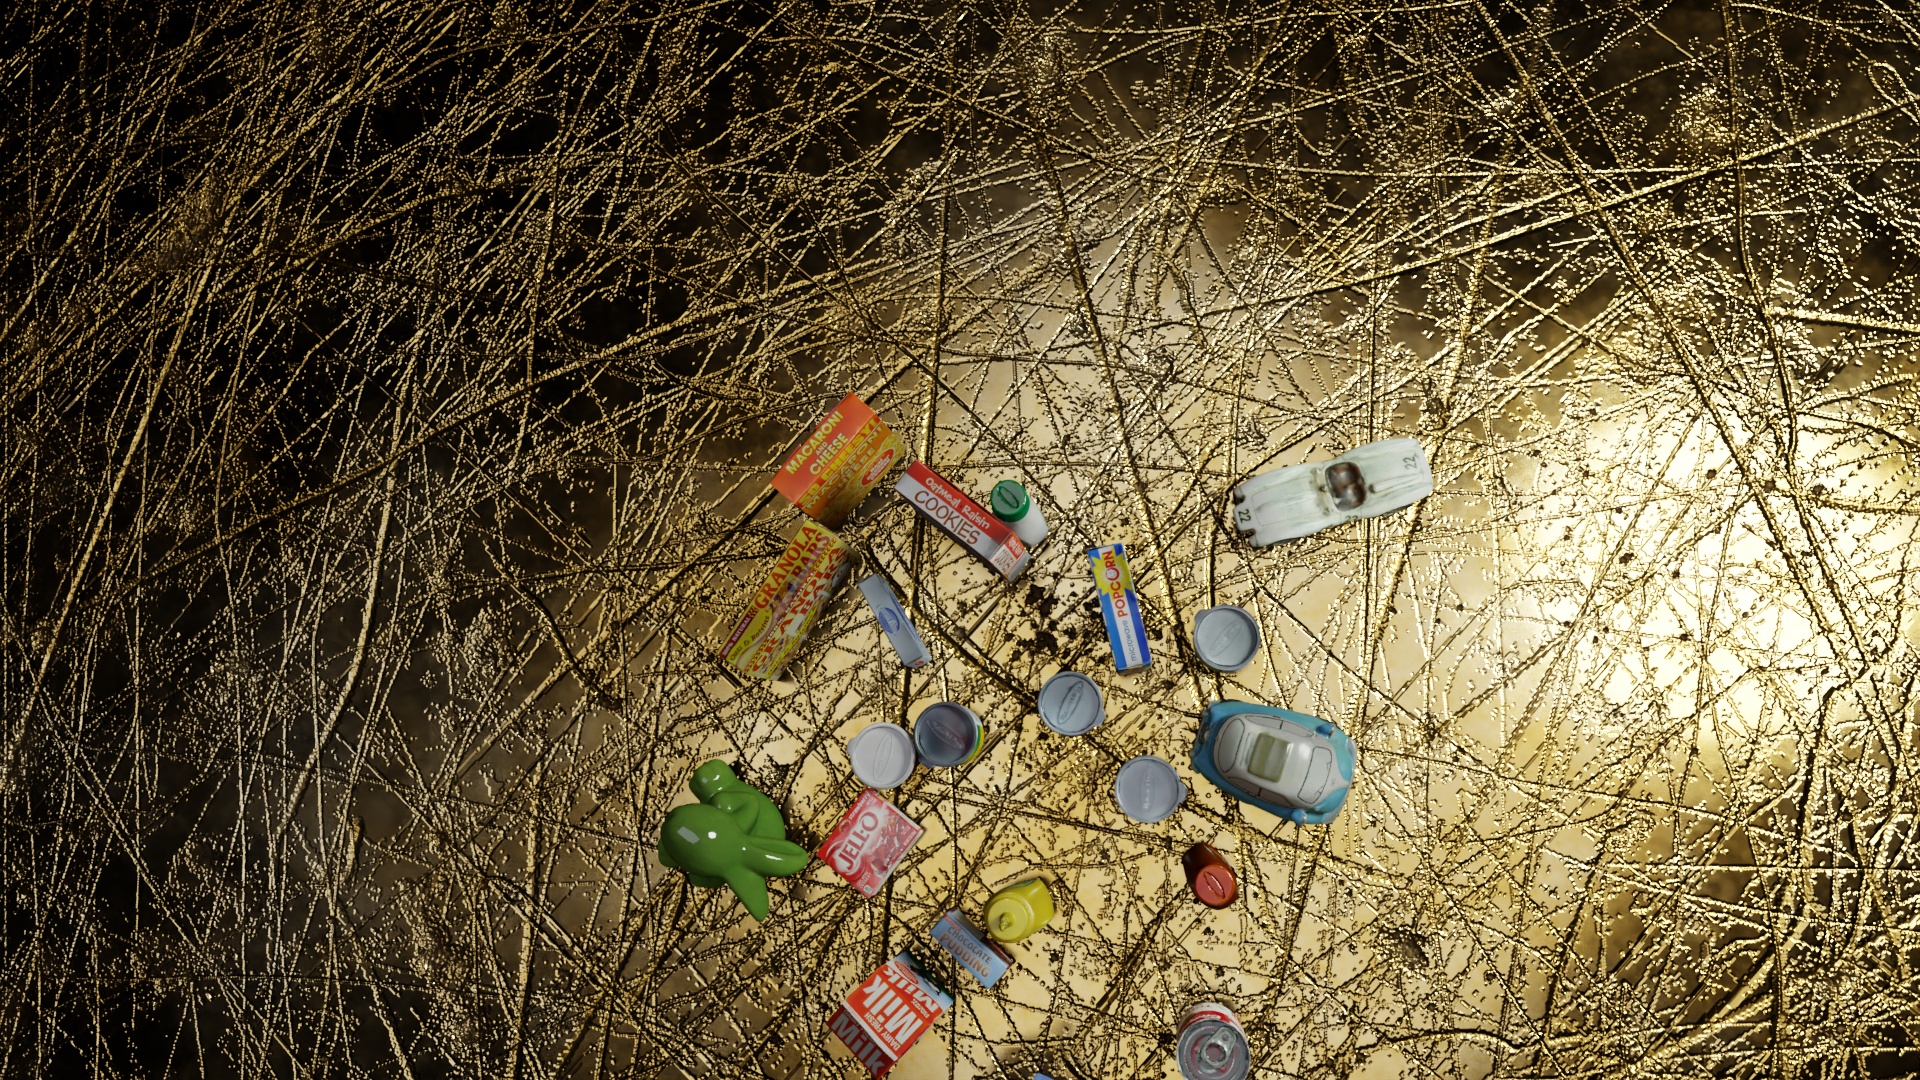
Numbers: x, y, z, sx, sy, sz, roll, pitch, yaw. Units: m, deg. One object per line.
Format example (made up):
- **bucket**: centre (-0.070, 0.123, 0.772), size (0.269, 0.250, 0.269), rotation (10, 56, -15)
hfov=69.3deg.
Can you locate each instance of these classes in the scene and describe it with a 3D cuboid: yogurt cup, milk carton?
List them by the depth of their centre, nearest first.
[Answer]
- **milk carton**: centre (-0.068, 0.453, 1.328), size (0.072, 0.190, 0.073), rotation (43, 89, 13)
- **yogurt cup**: centre (-0.076, 0.224, 1.440), size (0.072, 0.054, 0.072), rotation (-1, 80, 8)

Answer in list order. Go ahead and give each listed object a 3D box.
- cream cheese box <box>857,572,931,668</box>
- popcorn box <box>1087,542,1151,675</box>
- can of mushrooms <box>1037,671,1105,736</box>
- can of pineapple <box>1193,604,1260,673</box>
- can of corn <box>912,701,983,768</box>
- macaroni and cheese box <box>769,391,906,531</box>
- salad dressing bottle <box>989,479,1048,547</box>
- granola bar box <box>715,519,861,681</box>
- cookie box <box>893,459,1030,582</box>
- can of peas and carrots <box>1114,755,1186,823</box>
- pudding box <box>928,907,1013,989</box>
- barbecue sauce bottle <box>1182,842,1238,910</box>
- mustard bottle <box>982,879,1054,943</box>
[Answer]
- **cream cheese box**: centre (-0.069, 0.086, 1.463), size (0.024, 0.053, 0.104), rotation (-32, 77, 2)
- **popcorn box**: centre (0.163, 0.071, 1.415), size (0.038, 0.085, 0.127), rotation (-14, 79, 6)
- **can of mushrooms**: centre (0.116, 0.170, 1.431), size (0.071, 0.033, 0.071), rotation (-1, 80, 8)
- **can of pineapple**: centre (0.268, 0.099, 1.409), size (0.071, 0.058, 0.071), rotation (-1, 80, 8)
- **can of corn**: centre (-0.013, 0.203, 1.432), size (0.071, 0.058, 0.071), rotation (-1, 80, 8)
- **macaroni and cheese box**: centre (-0.125, -0.079, 1.443), size (0.040, 0.166, 0.124), rotation (41, 89, 13)
- **salad dressing bottle**: centre (0.057, -0.030, 1.417), size (0.044, 0.147, 0.064), rotation (-43, 77, 0)
- **granola bar box**: centre (-0.177, 0.064, 1.447), size (0.039, 0.124, 0.165), rotation (33, 87, 12)
- **cookie box**: centre (0.005, -0.018, 1.412), size (0.123, 0.167, 0.040), rotation (37, 88, 13)
- **can of peas and carrots**: centre (0.191, 0.249, 1.393), size (0.071, 0.058, 0.071), rotation (-1, 80, 8)
- **pudding box**: centre (0.011, 0.409, 1.397), size (0.084, 0.049, 0.030), rotation (41, 89, 13)
- **barbecue sauce bottle**: centre (0.240, 0.324, 1.327), size (0.043, 0.148, 0.065), rotation (-35, 77, 2)
- **mustard bottle**: centre (0.052, 0.360, 1.342), size (0.065, 0.160, 0.049), rotation (-21, 78, 5)
